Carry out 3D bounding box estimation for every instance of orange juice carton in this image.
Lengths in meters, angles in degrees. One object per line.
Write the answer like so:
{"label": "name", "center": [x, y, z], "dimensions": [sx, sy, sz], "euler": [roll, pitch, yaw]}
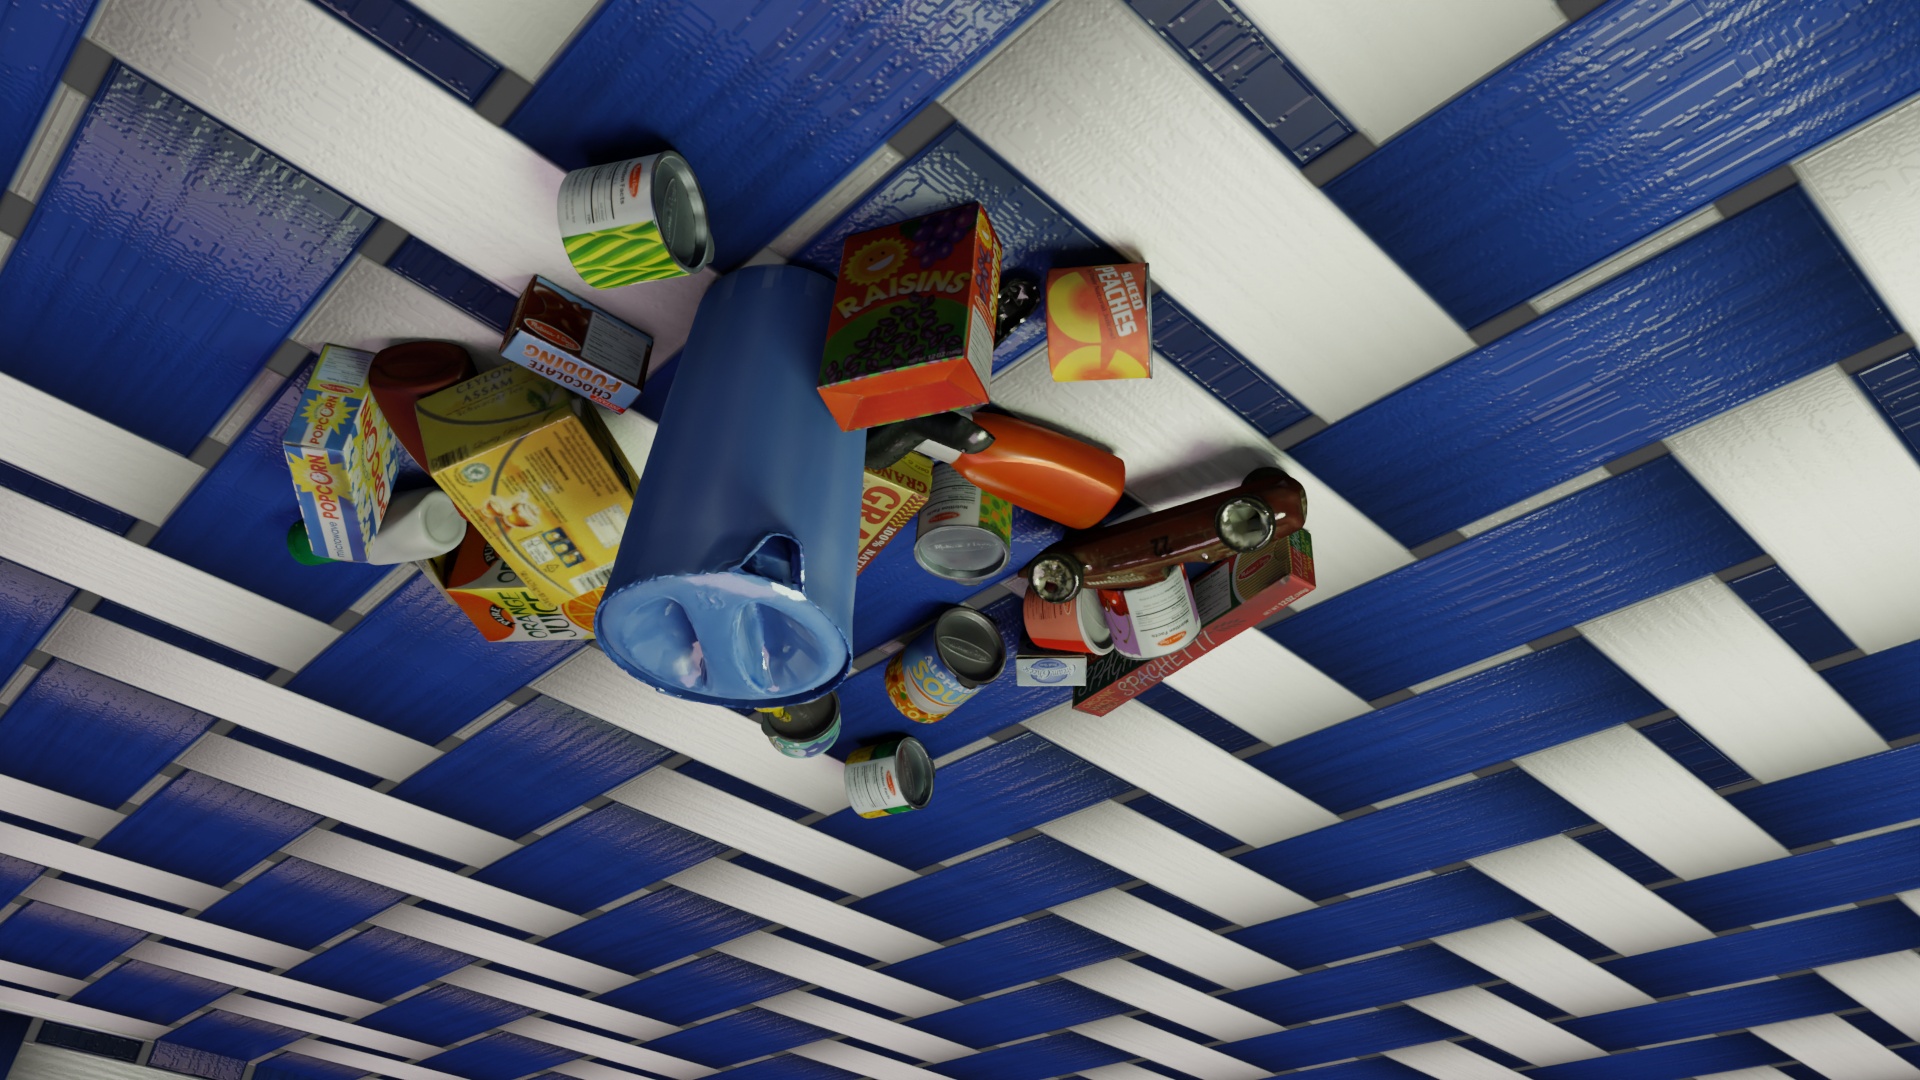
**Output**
{"label": "orange juice carton", "center": [-0.307, 0.026, 1.032], "dimensions": [0.193, 0.073, 0.071], "euler": [-2, 143, 10]}

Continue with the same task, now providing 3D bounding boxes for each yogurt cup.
{"label": "yogurt cup", "center": [0.083, 0.052, 1.034], "dimensions": [0.054, 0.073, 0.072], "euler": [-6, 144, 34]}

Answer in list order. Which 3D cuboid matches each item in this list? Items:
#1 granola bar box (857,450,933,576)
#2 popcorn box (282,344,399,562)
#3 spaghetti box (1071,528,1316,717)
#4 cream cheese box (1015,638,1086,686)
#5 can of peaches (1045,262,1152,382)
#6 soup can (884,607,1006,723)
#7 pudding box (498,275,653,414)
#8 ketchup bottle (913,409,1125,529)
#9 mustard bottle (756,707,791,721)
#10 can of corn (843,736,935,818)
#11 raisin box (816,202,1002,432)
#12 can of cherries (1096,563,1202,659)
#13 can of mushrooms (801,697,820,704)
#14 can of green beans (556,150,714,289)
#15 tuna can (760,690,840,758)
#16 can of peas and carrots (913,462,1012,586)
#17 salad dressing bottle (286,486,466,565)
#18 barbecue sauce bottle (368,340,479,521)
{"label": "granola bar box", "center": [-0.112, -0.022, 0.975], "dimensions": [0.124, 0.039, 0.164], "euler": [22, 140, -21]}
{"label": "popcorn box", "center": [-0.408, -0.055, 0.922], "dimensions": [0.038, 0.085, 0.126], "euler": [9, 143, -8]}
{"label": "spaghetti box", "center": [0.170, 0.065, 1.055], "dimensions": [0.028, 0.050, 0.249], "euler": [25, 139, -24]}
{"label": "cream cheese box", "center": [0.071, 0.093, 1.079], "dimensions": [0.053, 0.024, 0.104], "euler": [0, -177, 4]}
{"label": "can of peaches", "center": [0.080, -0.125, 0.791], "dimensions": [0.058, 0.071, 0.071], "euler": [-2, 143, 9]}
{"label": "soup can", "center": [-0.013, 0.103, 1.107], "dimensions": [0.071, 0.072, 0.083], "euler": [22, 140, -23]}
{"label": "pudding box", "center": [-0.233, -0.119, 0.847], "dimensions": [0.083, 0.050, 0.030], "euler": [28, 134, -29]}
{"label": "ketchup bottle", "center": [0.032, -0.054, 0.912], "dimensions": [0.149, 0.044, 0.064], "euler": [21, 146, -21]}
{"label": "mustard bottle", "center": [-0.160, 0.087, 1.082], "dimensions": [0.049, 0.066, 0.159], "euler": [-3, 127, 14]}
{"label": "can of corn", "center": [-0.065, 0.218, 1.277], "dimensions": [0.058, 0.071, 0.071], "euler": [-16, 139, 26]}
{"label": "raisin box", "center": [-0.025, -0.123, 0.758], "dimensions": [0.086, 0.124, 0.040], "euler": [-11, 139, 19]}
{"label": "can of cherries", "center": [0.134, 0.044, 1.004], "dimensions": [0.071, 0.072, 0.058], "euler": [-11, 114, 20]}
{"label": "can of mushrooms", "center": [-0.141, 0.107, 1.159], "dimensions": [0.071, 0.034, 0.070], "euler": [3, 143, 3]}
{"label": "can of green beans", "center": [-0.176, -0.173, 0.754], "dimensions": [0.058, 0.071, 0.071], "euler": [-7, 142, 16]}
{"label": "tuna can", "center": [-0.138, 0.153, 1.190], "dimensions": [0.071, 0.071, 0.032], "euler": [4, 144, 1]}
{"label": "can of peas and carrots", "center": [0.003, -0.012, 0.960], "dimensions": [0.071, 0.059, 0.070], "euler": [3, 144, 2]}
{"label": "salad dressing bottle", "center": [-0.430, -0.007, 1.016], "dimensions": [0.147, 0.064, 0.043], "euler": [-6, 124, 28]}
{"label": "barbecue sauce bottle", "center": [-0.342, -0.069, 0.932], "dimensions": [0.065, 0.044, 0.147], "euler": [-3, 144, -2]}
